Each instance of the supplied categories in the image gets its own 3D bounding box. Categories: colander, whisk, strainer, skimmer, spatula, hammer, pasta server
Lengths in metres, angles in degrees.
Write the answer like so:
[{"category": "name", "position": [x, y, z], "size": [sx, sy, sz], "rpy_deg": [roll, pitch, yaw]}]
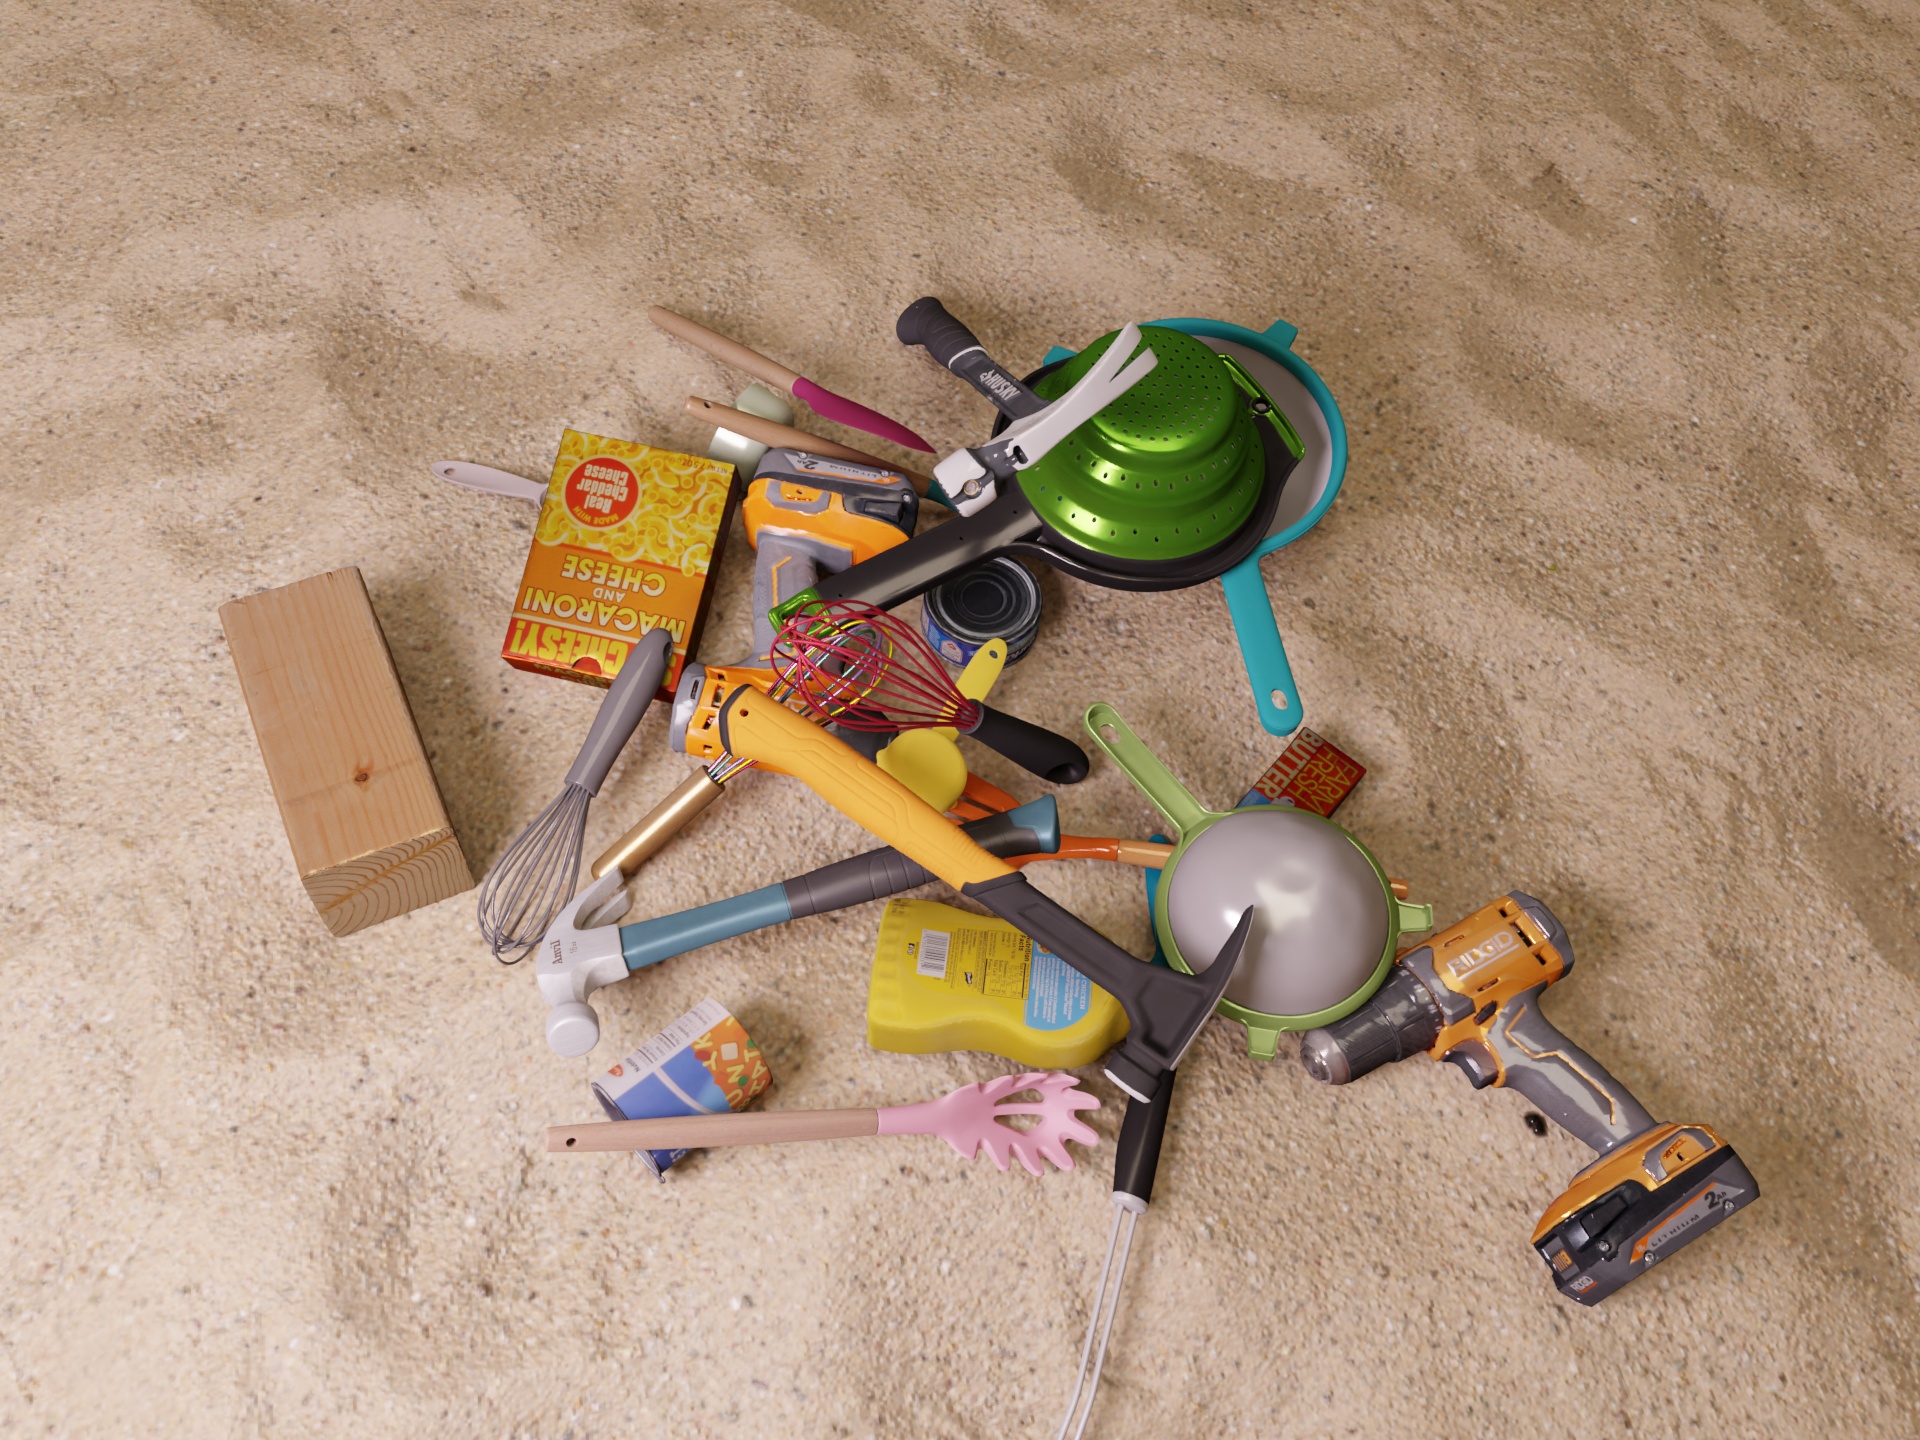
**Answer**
[{"category": "colander", "position": [0.053, -0.159, 1.046], "size": [0.397, 0.094, 0.205], "rpy_deg": [-27, 68, -15]}, {"category": "whisk", "position": [-0.007, -0.008, 0.974], "size": [0.073, 0.295, 0.073], "rpy_deg": [-15, 64, 34]}, {"category": "strainer", "position": [0.181, -0.129, 1.143], "size": [0.211, 0.095, 0.341], "rpy_deg": [-8, 65, -7]}, {"category": "skimmer", "position": [0.100, 0.321, 0.870], "size": [0.127, 0.090, 0.364], "rpy_deg": [35, 53, -23]}, {"category": "spatula", "position": [0.126, 0.084, 1.028], "size": [0.322, 0.041, 0.081], "rpy_deg": [7, 59, 7]}, {"category": "hammer", "position": [-0.092, 0.107, 0.968], "size": [0.331, 0.033, 0.128], "rpy_deg": [-16, 34, -10]}, {"category": "strainer", "position": [0.164, 0.070, 0.984], "size": [0.151, 0.069, 0.257], "rpy_deg": [-34, 67, -16]}, {"category": "whisk", "position": [-0.137, 0.023, 0.994], "size": [0.245, 0.051, 0.047], "rpy_deg": [-41, 87, 6]}, {"category": "hammer", "position": [0.004, 0.075, 0.929], "size": [0.337, 0.034, 0.127], "rpy_deg": [33, 84, 9]}, {"category": "hammer", "position": [0.014, -0.247, 1.094], "size": [0.149, 0.036, 0.409], "rpy_deg": [-35, 26, 4]}, {"category": "whisk", "position": [-0.238, 0.043, 1.007], "size": [0.055, 0.055, 0.239], "rpy_deg": [21, 69, 7]}, {"category": "spatula", "position": [-0.044, -0.184, 1.147], "size": [0.317, 0.044, 0.082], "rpy_deg": [16, 57, -22]}, {"category": "pasta server", "position": [-0.072, 0.230, 0.898], "size": [0.316, 0.040, 0.060], "rpy_deg": [2, 92, -21]}]

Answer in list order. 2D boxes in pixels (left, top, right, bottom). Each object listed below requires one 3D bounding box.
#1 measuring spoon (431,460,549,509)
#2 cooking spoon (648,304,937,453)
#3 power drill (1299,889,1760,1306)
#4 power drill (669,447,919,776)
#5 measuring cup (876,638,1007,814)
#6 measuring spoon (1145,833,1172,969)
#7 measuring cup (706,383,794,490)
[{"category": "measuring spoon", "position": [-0.330, -0.168, 1.164], "size": [0.124, 0.018, 0.034], "rpy_deg": [15, 59, 12]}, {"category": "cooking spoon", "position": [-0.134, -0.254, 1.168], "size": [0.319, 0.017, 0.068], "rpy_deg": [32, 19, 36]}, {"category": "power drill", "position": [0.331, 0.230, 0.954], "size": [0.185, 0.084, 0.226], "rpy_deg": [-25, 61, -16]}, {"category": "power drill", "position": [-0.092, -0.065, 1.087], "size": [0.164, 0.084, 0.227], "rpy_deg": [12, 63, -1]}, {"category": "measuring cup", "position": [-0.002, -0.003, 1.042], "size": [0.062, 0.029, 0.157], "rpy_deg": [34, 57, -5]}, {"category": "measuring spoon", "position": [0.134, 0.128, 1.025], "size": [0.042, 0.021, 0.129], "rpy_deg": [1, 60, -5]}, {"category": "measuring cup", "position": [-0.173, -0.166, 1.152], "size": [0.038, 0.083, 0.168], "rpy_deg": [28, 76, 2]}]
